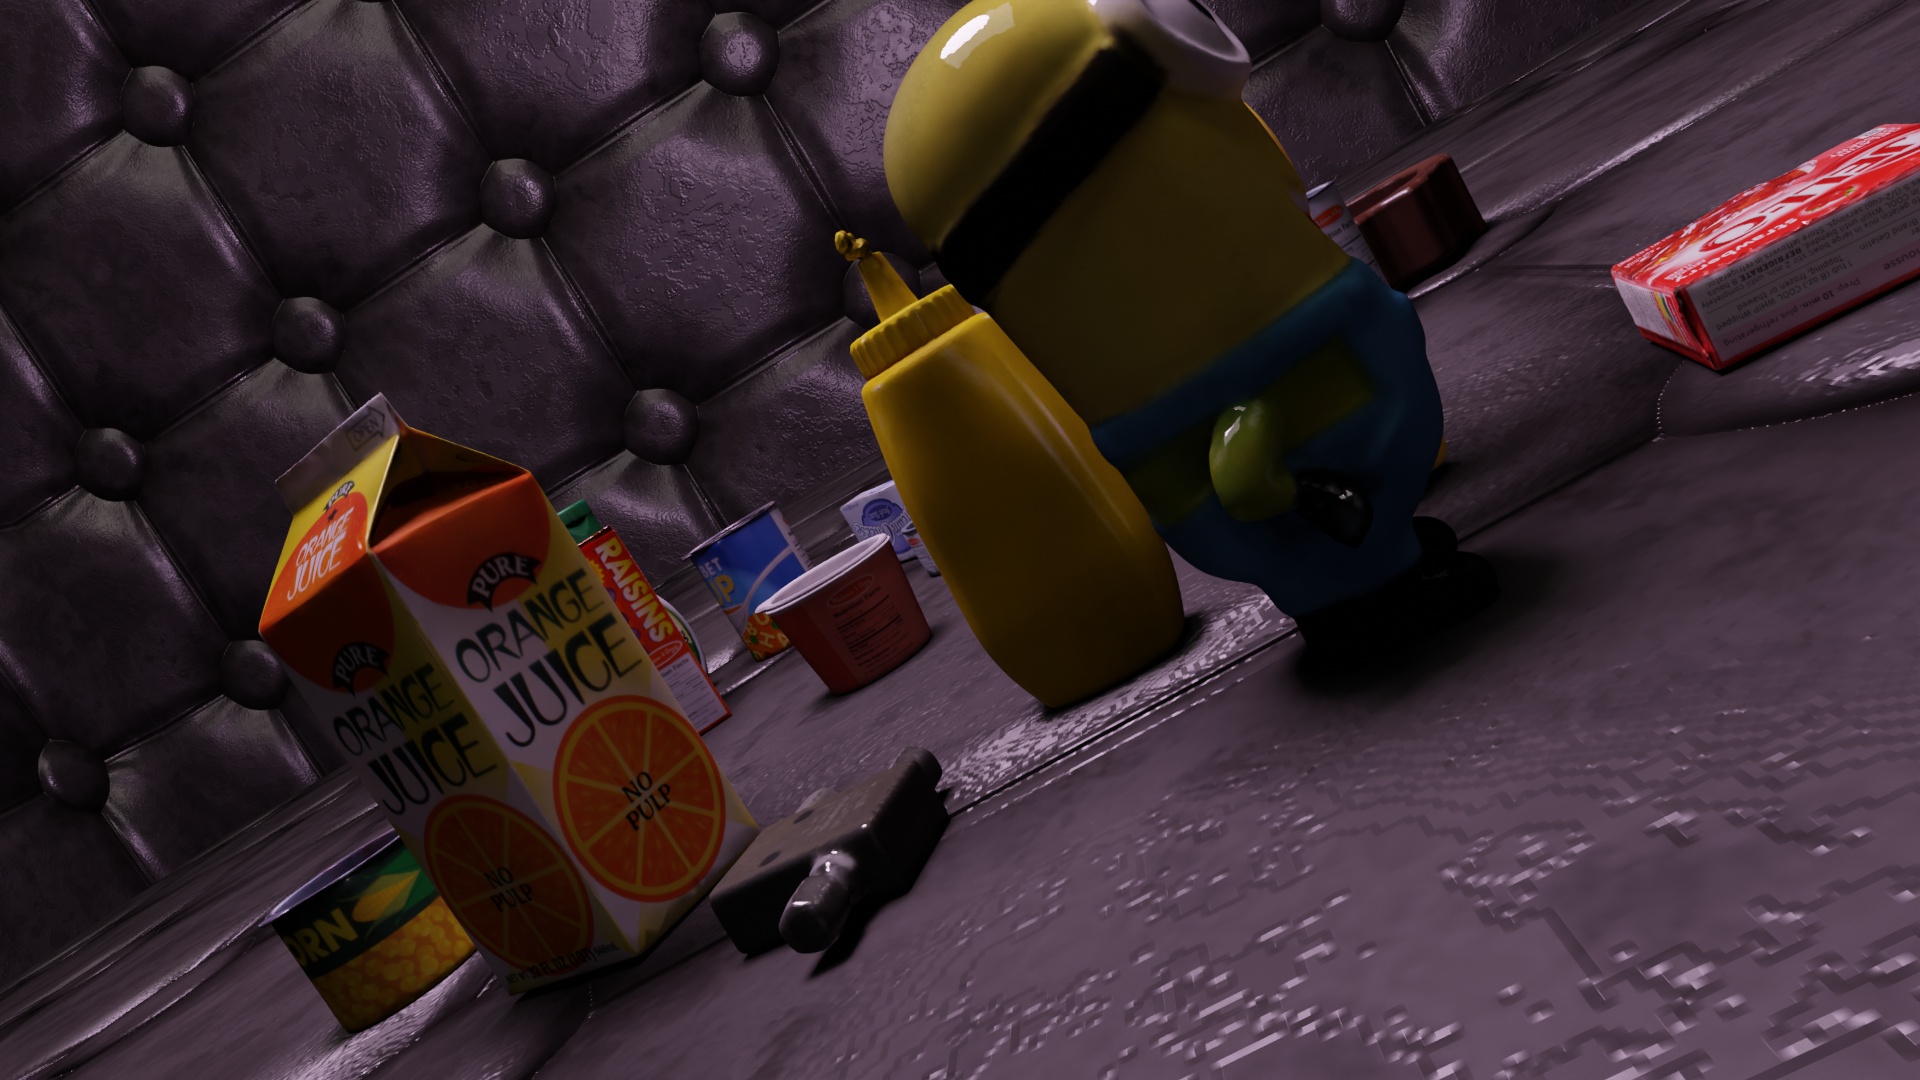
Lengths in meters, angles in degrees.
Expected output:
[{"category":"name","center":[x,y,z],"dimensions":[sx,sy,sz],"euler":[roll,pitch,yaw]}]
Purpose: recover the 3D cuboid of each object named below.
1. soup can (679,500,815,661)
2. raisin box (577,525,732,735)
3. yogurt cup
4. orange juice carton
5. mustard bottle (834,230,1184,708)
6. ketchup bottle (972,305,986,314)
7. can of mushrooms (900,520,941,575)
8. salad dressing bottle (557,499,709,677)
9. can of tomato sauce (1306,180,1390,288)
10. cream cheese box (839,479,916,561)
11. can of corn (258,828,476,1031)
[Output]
[{"category":"soup can","center":[-0.129,0.028,0.901],"dimensions":[0.071,0.083,0.071],"euler":[-31,7,4]},{"category":"raisin box","center":[-0.183,0.054,0.784],"dimensions":[0.040,0.123,0.086],"euler":[-33,7,-17]},{"category":"yogurt cup","center":[-0.050,0.036,0.652],"dimensions":[0.072,0.054,0.072],"euler":[-30,7,4]},{"category":"orange juice carton","center":[-0.158,0.048,0.464],"dimensions":[0.071,0.192,0.073],"euler":[-26,8,34]},{"category":"mustard bottle","center":[0.009,-0.028,0.430],"dimensions":[0.065,0.160,0.049],"euler":[-29,7,17]},{"category":"ketchup bottle","center":[0.045,-0.086,0.708],"dimensions":[0.044,0.148,0.064],"euler":[-34,8,-25]},{"category":"can of mushrooms","center":[0.003,-0.010,0.825],"dimensions":[0.071,0.033,0.071],"euler":[-30,7,4]},{"category":"salad dressing bottle","center":[-0.218,0.045,0.889],"dimensions":[0.064,0.147,0.044],"euler":[-36,8,-34]},{"category":"can of tomato sauce","center":[0.192,-0.143,0.758],"dimensions":[0.071,0.083,0.071],"euler":[-31,7,4]},{"category":"cream cheese box","center":[-0.040,-0.014,0.940],"dimensions":[0.024,0.053,0.103],"euler":[-35,8,-30]},{"category":"can of corn","center":[-0.242,0.160,0.574],"dimensions":[0.071,0.058,0.071],"euler":[-30,7,4]}]
